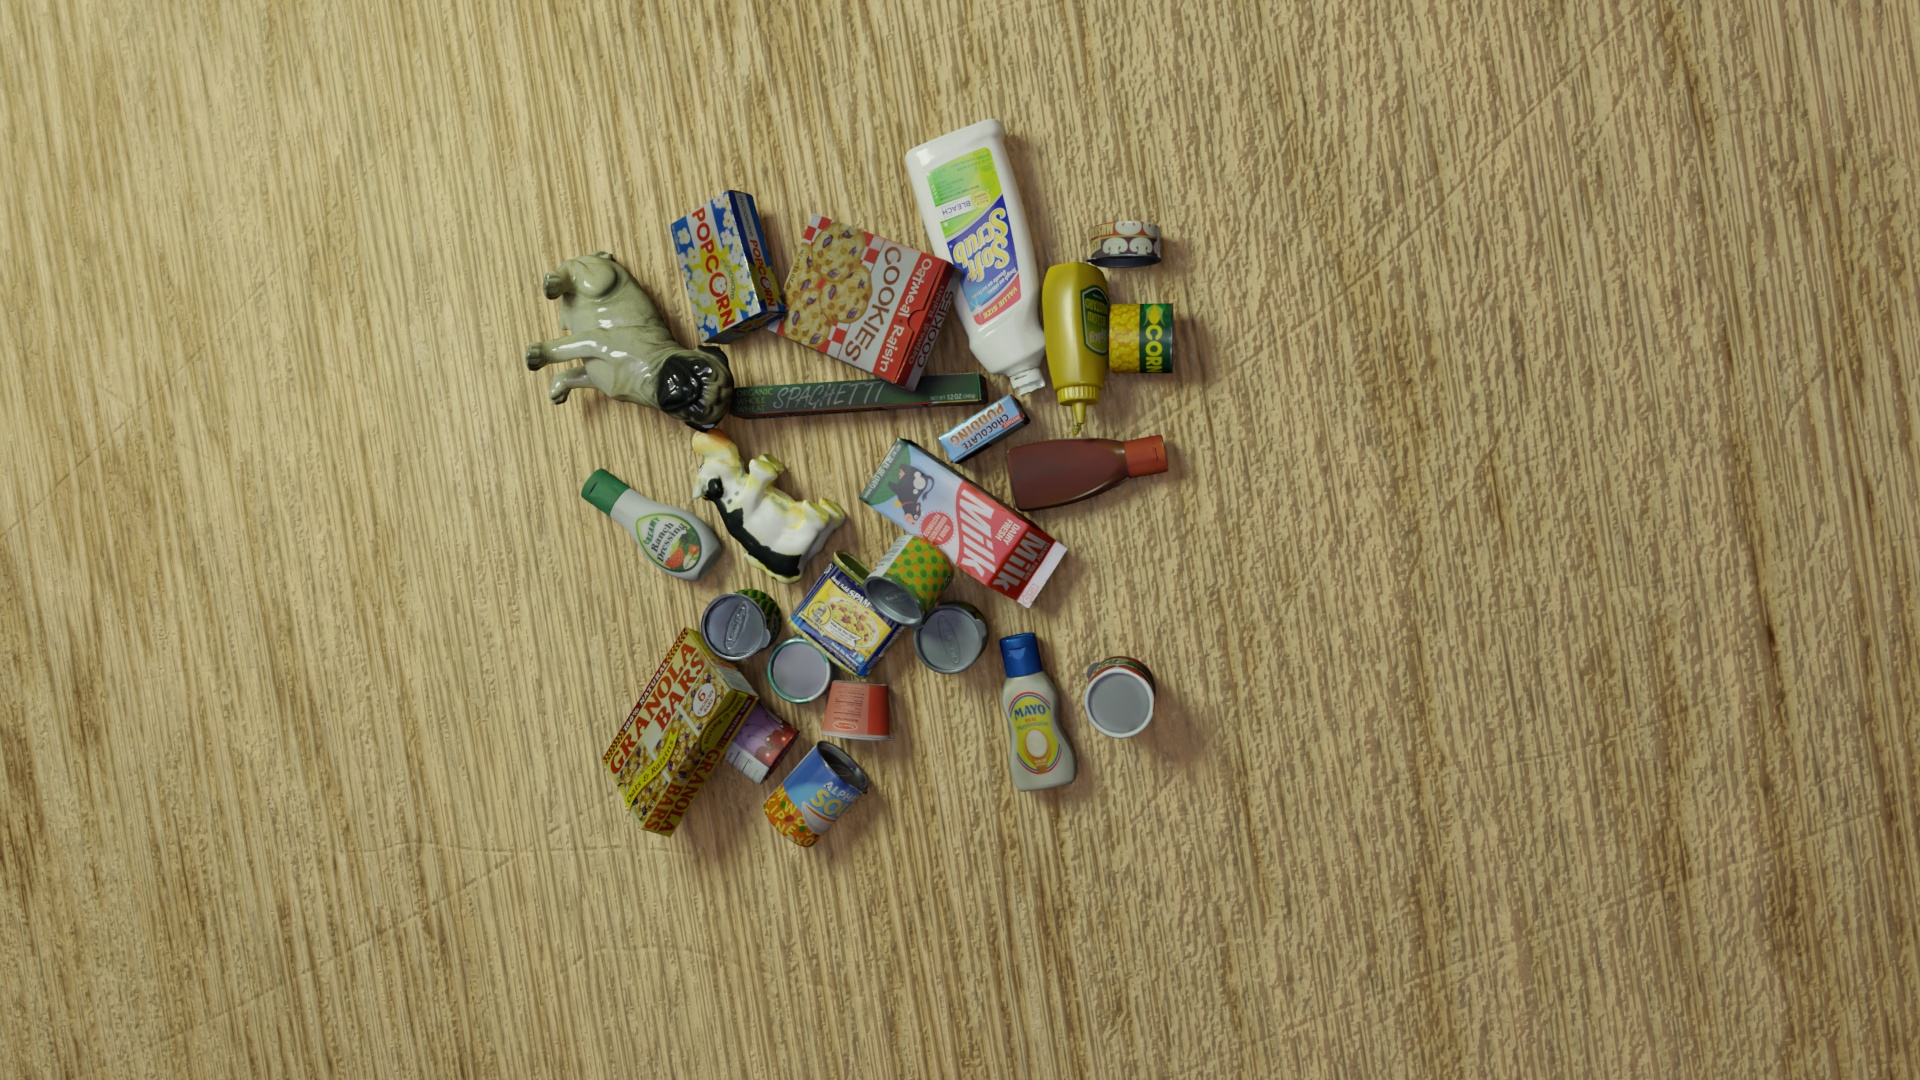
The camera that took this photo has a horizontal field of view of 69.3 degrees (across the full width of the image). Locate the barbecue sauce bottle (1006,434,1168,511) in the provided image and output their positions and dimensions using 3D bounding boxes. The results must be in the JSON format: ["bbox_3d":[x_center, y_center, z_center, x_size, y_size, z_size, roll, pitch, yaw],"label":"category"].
[{"bbox_3d":[0.122,-0.070,1.323,0.148,0.043,0.065,-10,88,8],"label":"barbecue sauce bottle"}]

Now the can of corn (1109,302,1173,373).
[{"bbox_3d":[0.169,-0.188,1.298,0.058,0.071,0.071,1,93,9],"label":"can of corn"}]

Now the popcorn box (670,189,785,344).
[{"bbox_3d":[-0.227,-0.264,1.348,0.085,0.038,0.126,-20,84,33],"label":"popcorn box"}]

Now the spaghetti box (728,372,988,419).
[{"bbox_3d":[-0.100,-0.140,1.349,0.250,0.050,0.028,-3,90,8],"label":"spaghetti box"}]

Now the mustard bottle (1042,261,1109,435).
[{"bbox_3d":[0.111,-0.177,1.301,0.048,0.065,0.160,-6,83,40],"label":"mustard bottle"}]

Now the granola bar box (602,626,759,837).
[{"bbox_3d":[-0.277,0.185,1.356,0.165,0.039,0.124,-57,40,6],"label":"granola bar box"}]

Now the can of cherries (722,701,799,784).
[{"bbox_3d":[-0.199,0.196,1.369,0.058,0.071,0.071,34,97,5],"label":"can of cherries"}]

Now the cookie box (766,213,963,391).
[{"bbox_3d":[-0.093,-0.228,1.318,0.168,0.040,0.122,26,96,30],"label":"cookie box"}]

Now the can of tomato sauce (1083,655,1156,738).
[{"bbox_3d":[0.149,0.145,1.307,0.071,0.083,0.071,0,93,8],"label":"can of tomato sauce"}]

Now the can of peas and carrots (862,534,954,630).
[{"bbox_3d":[-0.046,0.039,1.296,0.071,0.070,0.059,33,59,6],"label":"can of peas and carrots"}]

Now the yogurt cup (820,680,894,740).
[{"bbox_3d":[-0.100,0.165,1.355,0.072,0.072,0.054,4,85,8],"label":"yogurt cup"}]

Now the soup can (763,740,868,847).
[{"bbox_3d":[-0.140,0.250,1.360,0.071,0.071,0.083,42,98,4],"label":"soup can"}]

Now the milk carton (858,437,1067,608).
[{"bbox_3d":[0.005,-0.017,1.327,0.191,0.073,0.072,34,95,5],"label":"milk carton"}]

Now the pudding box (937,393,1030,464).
[{"bbox_3d":[0.023,-0.106,1.333,0.083,0.050,0.030,-31,87,8],"label":"pudding box"}]

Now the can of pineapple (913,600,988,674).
[{"bbox_3d":[-0.006,0.093,1.340,0.071,0.058,0.071,0,93,8],"label":"can of pineapple"}]

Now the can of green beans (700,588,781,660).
[{"bbox_3d":[-0.215,0.082,1.370,0.071,0.058,0.071,0,92,8],"label":"can of green beans"}]

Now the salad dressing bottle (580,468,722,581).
[{"bbox_3d":[-0.310,-0.017,1.387,0.148,0.044,0.064,34,98,6],"label":"salad dressing bottle"}]

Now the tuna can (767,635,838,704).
[{"bbox_3d":[-0.159,0.126,1.376,0.071,0.033,0.071,0,92,8],"label":"tuna can"}]

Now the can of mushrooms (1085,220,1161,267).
[{"bbox_3d":[0.152,-0.276,1.298,0.071,0.071,0.033,0,92,8],"label":"can of mushrooms"}]

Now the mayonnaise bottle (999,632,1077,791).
[{"bbox_3d":[0.069,0.164,1.340,0.065,0.041,0.148,-12,91,10],"label":"mayonnaise bottle"}]
